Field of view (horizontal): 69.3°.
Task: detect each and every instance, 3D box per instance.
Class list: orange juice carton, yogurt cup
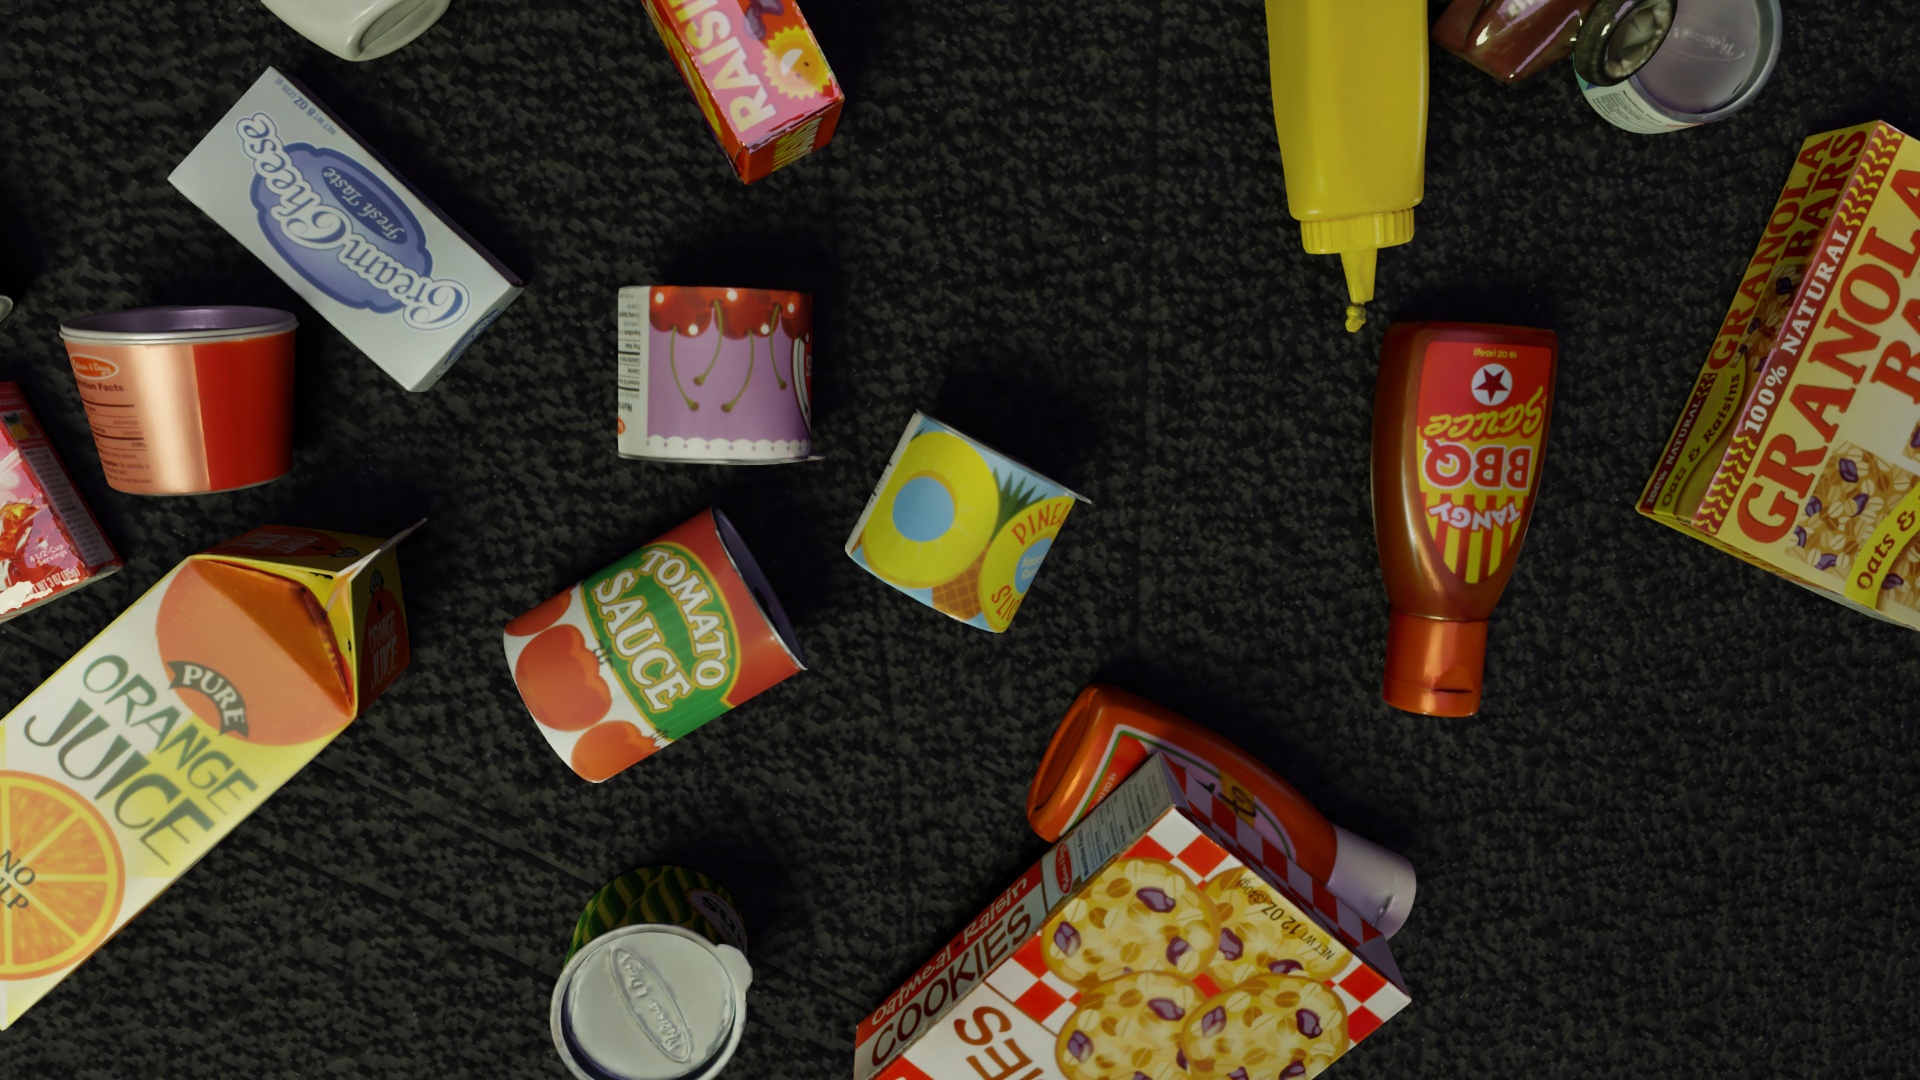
[{"bbox_3d":[-0.258,0.061,0.465,0.193,0.072,0.073,-42,102,-1],"label":"orange juice carton"},{"bbox_3d":[-0.252,-0.047,0.457,0.072,0.072,0.053,-1,106,-8],"label":"yogurt cup"}]

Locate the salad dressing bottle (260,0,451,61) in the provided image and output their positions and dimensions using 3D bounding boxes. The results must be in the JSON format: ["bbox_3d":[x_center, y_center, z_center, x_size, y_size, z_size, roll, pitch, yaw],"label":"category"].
[{"bbox_3d":[-0.227,-0.229,0.446,0.064,0.044,0.147,-35,99,5],"label":"salad dressing bottle"}]

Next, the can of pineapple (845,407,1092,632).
[{"bbox_3d":[0.002,-0.006,0.494,0.071,0.071,0.058,27,94,-10],"label":"can of pineapple"}]

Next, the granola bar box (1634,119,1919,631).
[{"bbox_3d":[0.362,-0.062,0.551,0.124,0.039,0.165,22,94,-11],"label":"granola bar box"}]

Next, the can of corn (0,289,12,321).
[{"bbox_3d":[-0.351,-0.086,0.437,0.071,0.071,0.058,-29,100,-3],"label":"can of corn"}]

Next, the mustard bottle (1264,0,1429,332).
[{"bbox_3d":[0.140,-0.155,0.498,0.049,0.065,0.159,-8,104,-1],"label":"mustard bottle"}]

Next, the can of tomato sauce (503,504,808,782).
[{"bbox_3d":[-0.106,0.036,0.483,0.083,0.071,0.071,-29,101,-3],"label":"can of tomato sauce"}]

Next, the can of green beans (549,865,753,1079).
[{"bbox_3d":[-0.111,0.159,0.505,0.071,0.058,0.071,-1,98,-7],"label":"can of green beans"}]

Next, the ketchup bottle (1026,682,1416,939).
[{"bbox_3d":[0.103,0.111,0.536,0.149,0.043,0.064,25,99,-11],"label":"ketchup bottle"}]

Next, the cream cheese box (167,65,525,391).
[{"bbox_3d":[-0.208,-0.104,0.474,0.103,0.024,0.053,43,92,-11],"label":"cream cheese box"}]

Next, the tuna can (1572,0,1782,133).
[{"bbox_3d":[0.270,-0.191,0.524,0.071,0.033,0.071,-1,98,-8],"label":"tuna can"}]

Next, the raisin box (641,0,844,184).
[{"bbox_3d":[-0.085,-0.183,0.450,0.040,0.086,0.123,-29,100,-5],"label":"raisin box"}]

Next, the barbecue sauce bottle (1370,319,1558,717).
[{"bbox_3d":[0.187,-0.009,0.532,0.065,0.044,0.148,3,97,-9],"label":"barbecue sauce bottle"}]

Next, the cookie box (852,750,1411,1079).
[{"bbox_3d":[0.059,0.176,0.514,0.123,0.040,0.167,40,106,-16],"label":"cookie box"}]

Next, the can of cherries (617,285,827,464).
[{"bbox_3d":[-0.081,-0.057,0.477,0.071,0.071,0.058,1,97,-8],"label":"can of cherries"}]
